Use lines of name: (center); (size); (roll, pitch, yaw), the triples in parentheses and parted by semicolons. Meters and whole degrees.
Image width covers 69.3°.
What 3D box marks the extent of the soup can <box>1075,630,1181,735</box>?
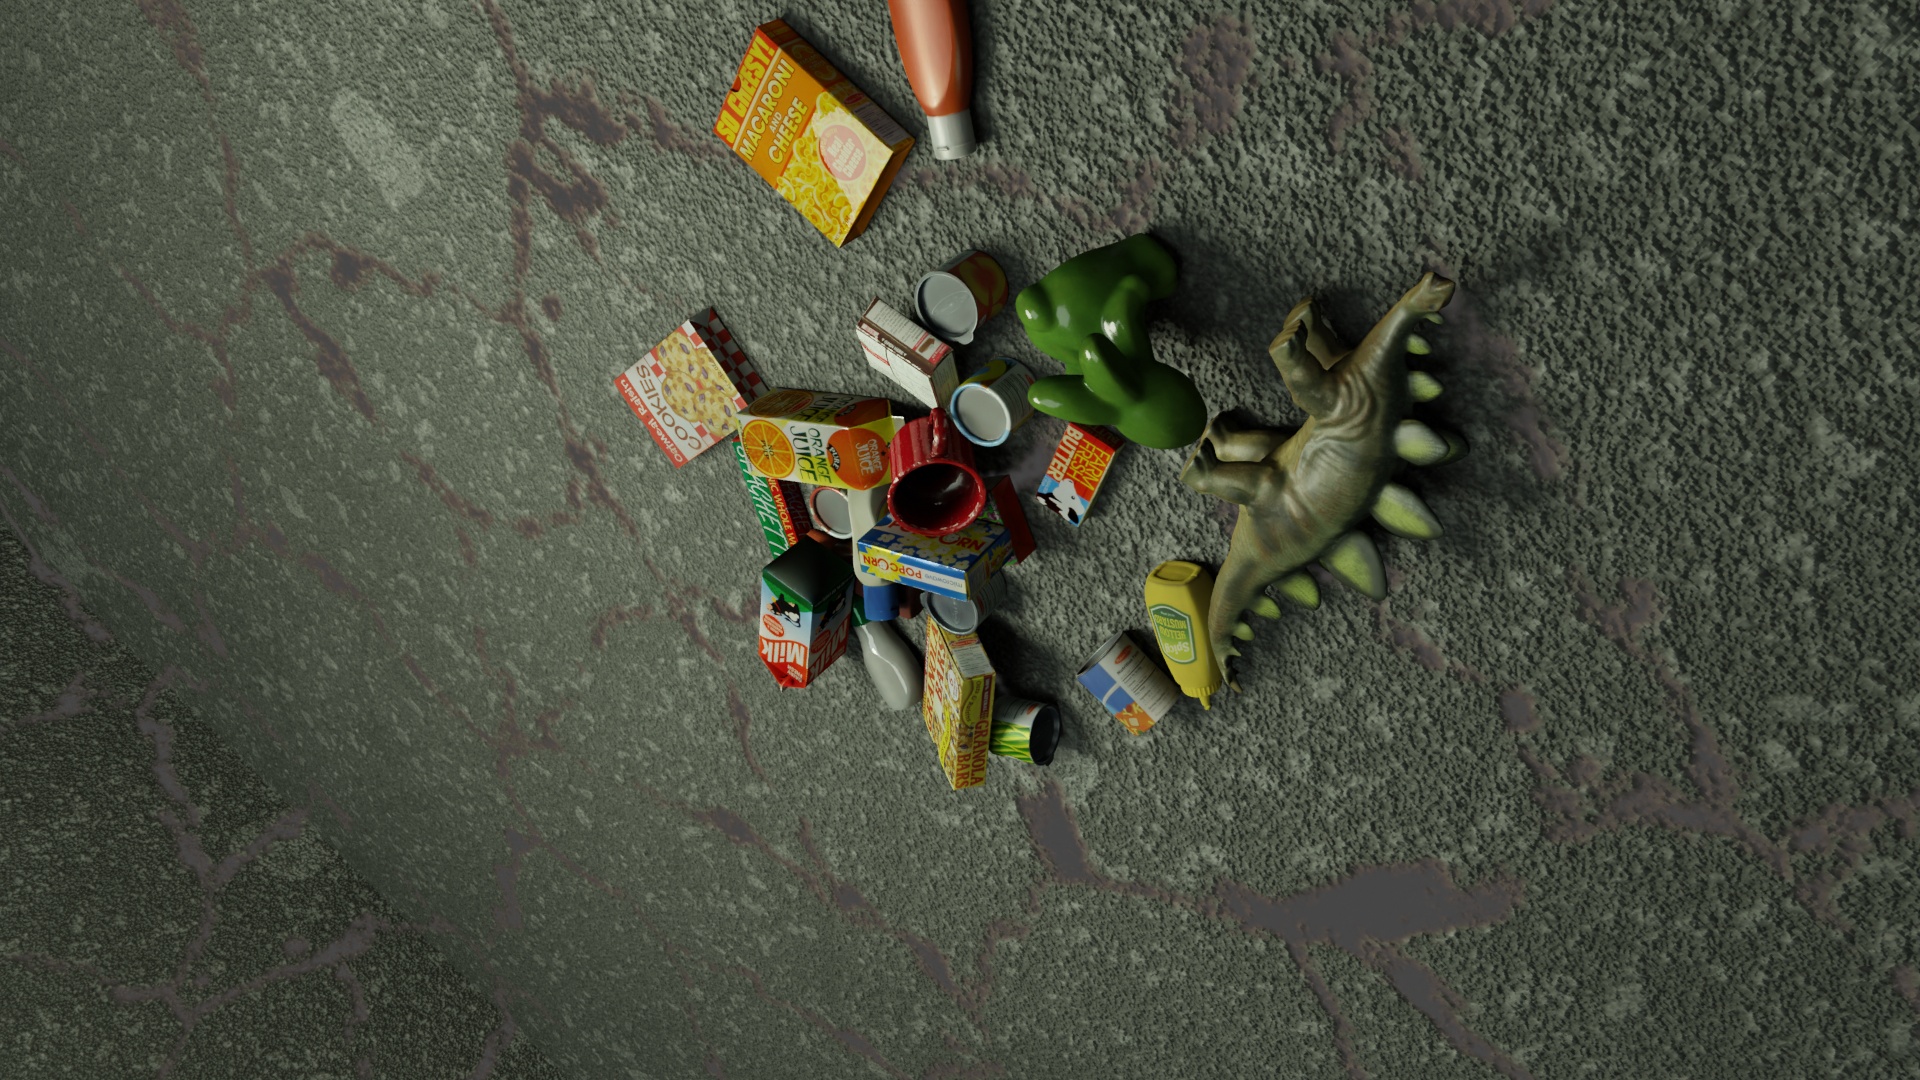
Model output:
soup can: (0.165, 0.142, 1.373); (0.084, 0.072, 0.071); (46, 136, 1)

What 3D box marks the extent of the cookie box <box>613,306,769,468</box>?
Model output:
cookie box: (-0.294, -0.163, 1.518); (0.167, 0.040, 0.123); (-25, 103, 44)

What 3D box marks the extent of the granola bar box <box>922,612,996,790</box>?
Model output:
granola bar box: (-0.004, 0.165, 1.485); (0.125, 0.039, 0.164); (-117, 24, -49)

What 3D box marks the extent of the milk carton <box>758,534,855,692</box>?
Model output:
milk carton: (-0.171, 0.092, 1.530); (0.073, 0.073, 0.189); (34, 142, 19)

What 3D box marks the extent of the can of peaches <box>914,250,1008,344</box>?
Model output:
can of peaches: (0.003, -0.218, 1.246); (0.071, 0.058, 0.071); (19, 129, 25)

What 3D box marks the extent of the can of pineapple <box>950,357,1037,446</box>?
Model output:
can of pineapple: (0.031, -0.128, 1.288); (0.071, 0.058, 0.070); (20, 130, 25)

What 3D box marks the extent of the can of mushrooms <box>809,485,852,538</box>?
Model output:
can of mushrooms: (-0.128, -0.039, 1.487); (0.071, 0.034, 0.070); (20, 130, 25)

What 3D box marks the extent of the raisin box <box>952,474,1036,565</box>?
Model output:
raisin box: (0.005, -0.018, 1.399); (0.123, 0.040, 0.086); (-5, 117, 37)

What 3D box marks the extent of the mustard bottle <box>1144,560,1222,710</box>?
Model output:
mustard bottle: (0.219, 0.097, 1.310); (0.065, 0.049, 0.159); (9, 125, 46)

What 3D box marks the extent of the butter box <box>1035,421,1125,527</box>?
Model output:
butter box: (0.111, -0.065, 1.296); (0.053, 0.024, 0.103); (34, 135, 12)

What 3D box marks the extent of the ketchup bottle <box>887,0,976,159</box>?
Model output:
ketchup bottle: (-0.018, -0.392, 1.148); (0.065, 0.044, 0.148); (9, 124, 33)

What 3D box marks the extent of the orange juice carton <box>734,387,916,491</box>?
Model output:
orange juice carton: (-0.130, -0.103, 1.415); (0.193, 0.073, 0.071); (9, 124, 31)

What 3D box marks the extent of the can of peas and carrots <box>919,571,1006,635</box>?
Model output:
can of peas and carrots: (0.003, 0.055, 1.437); (0.071, 0.059, 0.070); (20, 130, 26)

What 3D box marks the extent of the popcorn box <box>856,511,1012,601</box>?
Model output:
popcorn box: (-0.025, 0.009, 1.349); (0.127, 0.085, 0.038); (15, 128, 28)

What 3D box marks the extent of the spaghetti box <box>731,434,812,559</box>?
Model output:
spaghetti box: (-0.193, -0.009, 1.560); (0.050, 0.029, 0.249); (3, 121, 35)

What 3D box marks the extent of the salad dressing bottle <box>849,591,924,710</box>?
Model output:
salad dressing bottle: (-0.089, 0.119, 1.562); (0.064, 0.044, 0.147); (-11, 111, 47)

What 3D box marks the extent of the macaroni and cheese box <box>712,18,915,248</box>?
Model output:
macaroni and cheese box: (-0.136, -0.367, 1.257); (0.166, 0.040, 0.123); (43, 135, 4)

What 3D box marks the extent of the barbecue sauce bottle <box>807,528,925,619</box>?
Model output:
barbecue sauce bottle: (-0.105, 0.030, 1.511); (0.149, 0.044, 0.064); (23, 124, 23)

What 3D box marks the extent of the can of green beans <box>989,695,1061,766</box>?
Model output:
can of green beans: (0.067, 0.203, 1.488); (0.058, 0.071, 0.071); (7, 124, 33)

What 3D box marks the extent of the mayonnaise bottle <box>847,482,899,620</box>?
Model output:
mayonnaise bottle: (-0.085, 0.008, 1.440); (0.041, 0.065, 0.147); (3, 103, 30)
